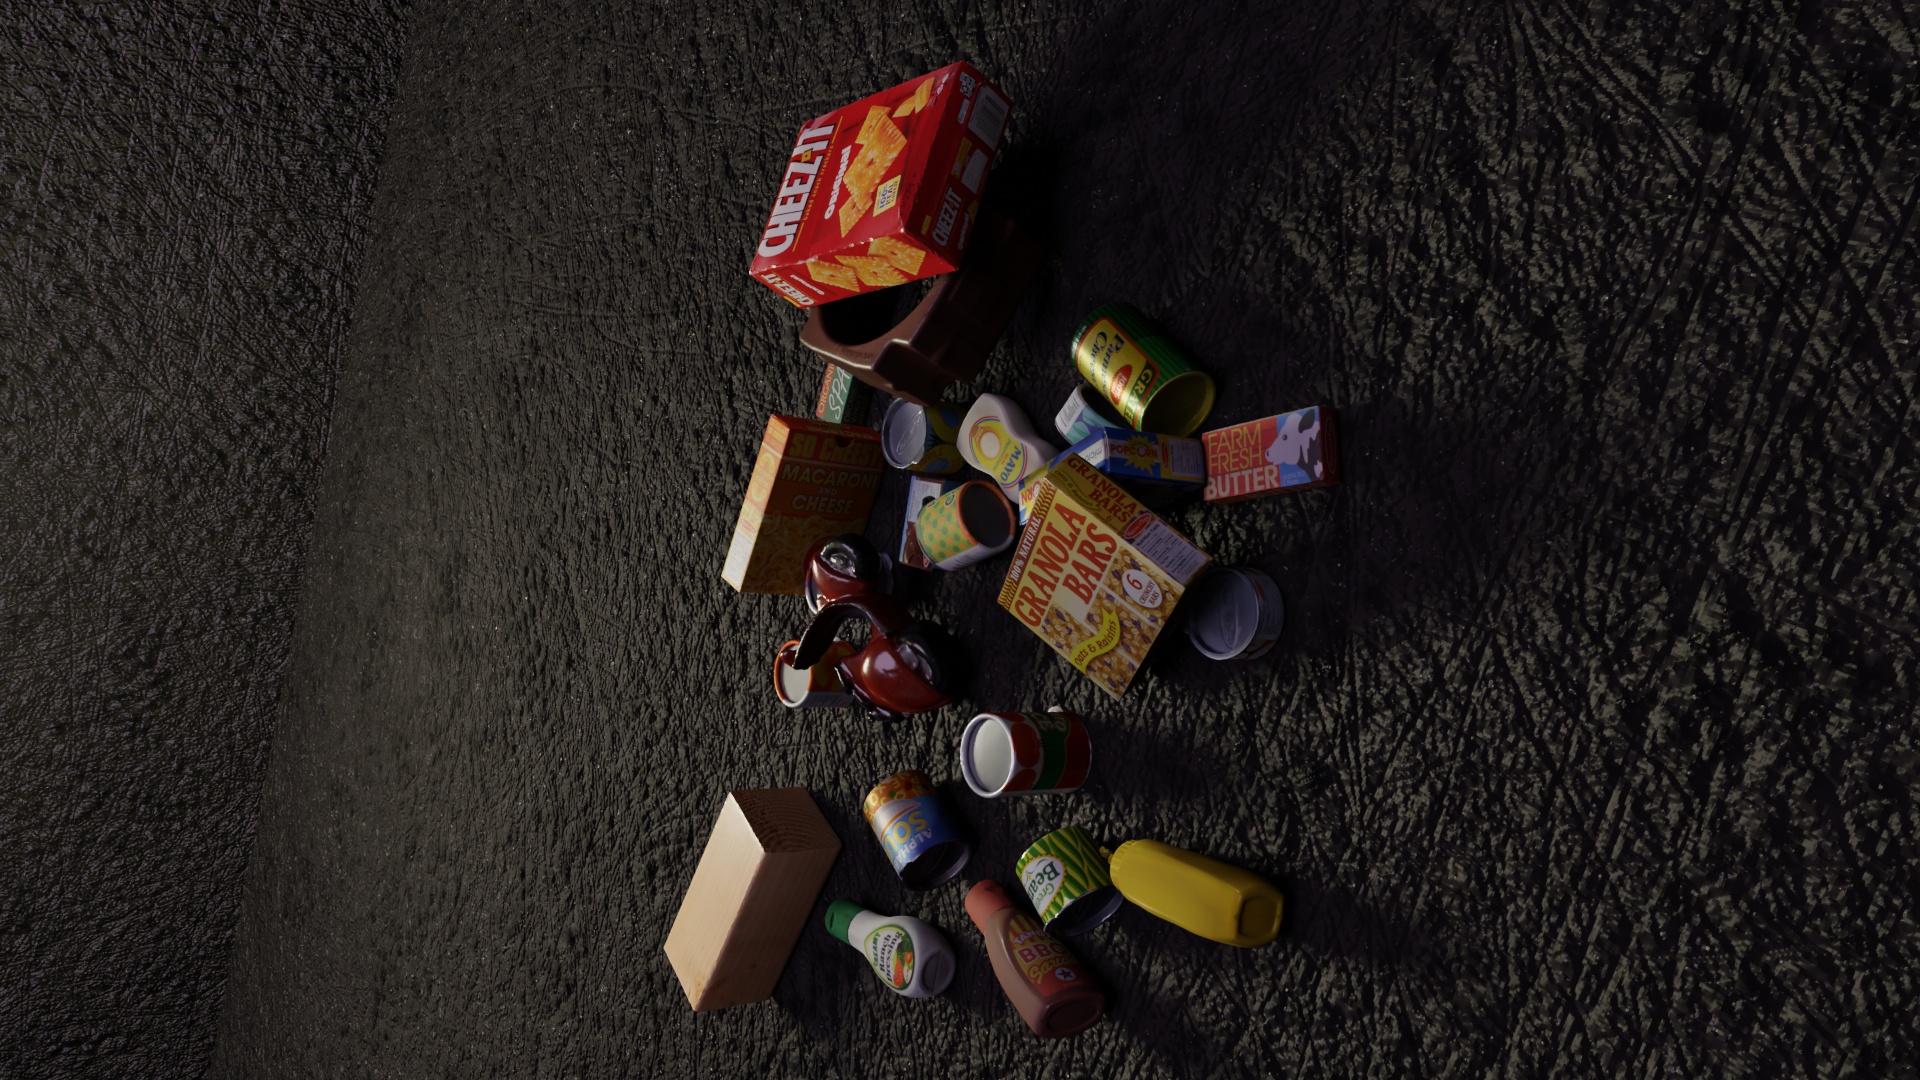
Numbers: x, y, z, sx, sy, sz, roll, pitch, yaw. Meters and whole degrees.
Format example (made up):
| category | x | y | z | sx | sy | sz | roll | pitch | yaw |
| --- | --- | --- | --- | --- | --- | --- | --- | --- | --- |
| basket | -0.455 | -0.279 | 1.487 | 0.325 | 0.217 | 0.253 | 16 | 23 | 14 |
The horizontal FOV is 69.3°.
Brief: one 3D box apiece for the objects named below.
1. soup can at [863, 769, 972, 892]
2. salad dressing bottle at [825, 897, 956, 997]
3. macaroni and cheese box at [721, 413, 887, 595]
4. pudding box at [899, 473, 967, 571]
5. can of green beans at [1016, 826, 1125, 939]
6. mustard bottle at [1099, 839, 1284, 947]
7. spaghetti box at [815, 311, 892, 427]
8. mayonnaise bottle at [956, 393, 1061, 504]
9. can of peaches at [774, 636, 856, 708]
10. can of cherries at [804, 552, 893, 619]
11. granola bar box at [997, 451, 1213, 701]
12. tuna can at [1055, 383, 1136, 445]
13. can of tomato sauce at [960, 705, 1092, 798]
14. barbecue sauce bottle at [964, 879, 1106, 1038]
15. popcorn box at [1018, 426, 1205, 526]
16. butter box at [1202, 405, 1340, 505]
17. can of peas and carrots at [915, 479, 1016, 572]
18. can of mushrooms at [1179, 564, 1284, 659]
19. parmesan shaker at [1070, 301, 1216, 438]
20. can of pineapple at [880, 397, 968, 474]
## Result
| category | x | y | z | sx | sy | sz | roll | pitch | yaw |
| --- | --- | --- | --- | --- | --- | --- | --- | --- | --- |
| soup can | -0.040 | 0.250 | 1.200 | 0.084 | 0.071 | 0.071 | 53 | 124 | 39 |
| salad dressing bottle | -0.066 | 0.359 | 1.238 | 0.147 | 0.044 | 0.064 | 10 | 92 | 50 |
| macaroni and cheese box | -0.144 | -0.030 | 1.320 | 0.040 | 0.124 | 0.166 | 34 | 111 | 43 |
| pudding box | -0.025 | -0.016 | 1.249 | 0.049 | 0.030 | 0.083 | 11 | 94 | 49 |
| can of green beans | 0.083 | 0.260 | 1.056 | 0.071 | 0.071 | 0.058 | -58 | 46 | 28 |
| mustard bottle | 0.153 | 0.243 | 0.982 | 0.160 | 0.065 | 0.049 | 7 | 85 | 56 |
| spaghetti box | -0.089 | -0.230 | 1.354 | 0.050 | 0.029 | 0.249 | 28 | 106 | 49 |
| mayonnaise bottle | 0.054 | -0.062 | 1.152 | 0.148 | 0.041 | 0.064 | 49 | 120 | 42 |
| can of peaches | -0.140 | 0.127 | 1.345 | 0.071 | 0.058 | 0.071 | -7 | 81 | 49 |
| can of cherries | -0.105 | 0.039 | 1.315 | 0.071 | 0.058 | 0.071 | -8 | 80 | 50 |
| granola bar box | 0.099 | 0.029 | 1.001 | 0.124 | 0.039 | 0.164 | 39 | 147 | 15 |
| tuna can | 0.111 | -0.088 | 1.071 | 0.032 | 0.071 | 0.071 | -58 | 47 | 27 |
| can of tomato sauce | 0.051 | 0.166 | 1.093 | 0.071 | 0.083 | 0.071 | -7 | 80 | 49 |
| barbecue sauce bottle | 0.052 | 0.325 | 1.093 | 0.149 | 0.065 | 0.043 | 42 | 125 | 54 |
| popcorn box | 0.110 | -0.042 | 1.031 | 0.126 | 0.085 | 0.038 | -32 | 58 | 57 |
| butter box | 0.216 | -0.058 | 0.972 | 0.103 | 0.024 | 0.053 | -12 | 76 | 48 |
| can of peas and carrots | 0.004 | -0.015 | 1.185 | 0.058 | 0.071 | 0.071 | -26 | 66 | 45 |
| can of mushrooms | 0.192 | 0.051 | 0.980 | 0.071 | 0.033 | 0.071 | -7 | 81 | 49 |
| parmesan shaker | 0.135 | -0.124 | 1.046 | 0.103 | 0.071 | 0.071 | 52 | 124 | 40 |
| can of pineapple | -0.029 | -0.092 | 1.242 | 0.071 | 0.058 | 0.071 | -8 | 80 | 50 |
